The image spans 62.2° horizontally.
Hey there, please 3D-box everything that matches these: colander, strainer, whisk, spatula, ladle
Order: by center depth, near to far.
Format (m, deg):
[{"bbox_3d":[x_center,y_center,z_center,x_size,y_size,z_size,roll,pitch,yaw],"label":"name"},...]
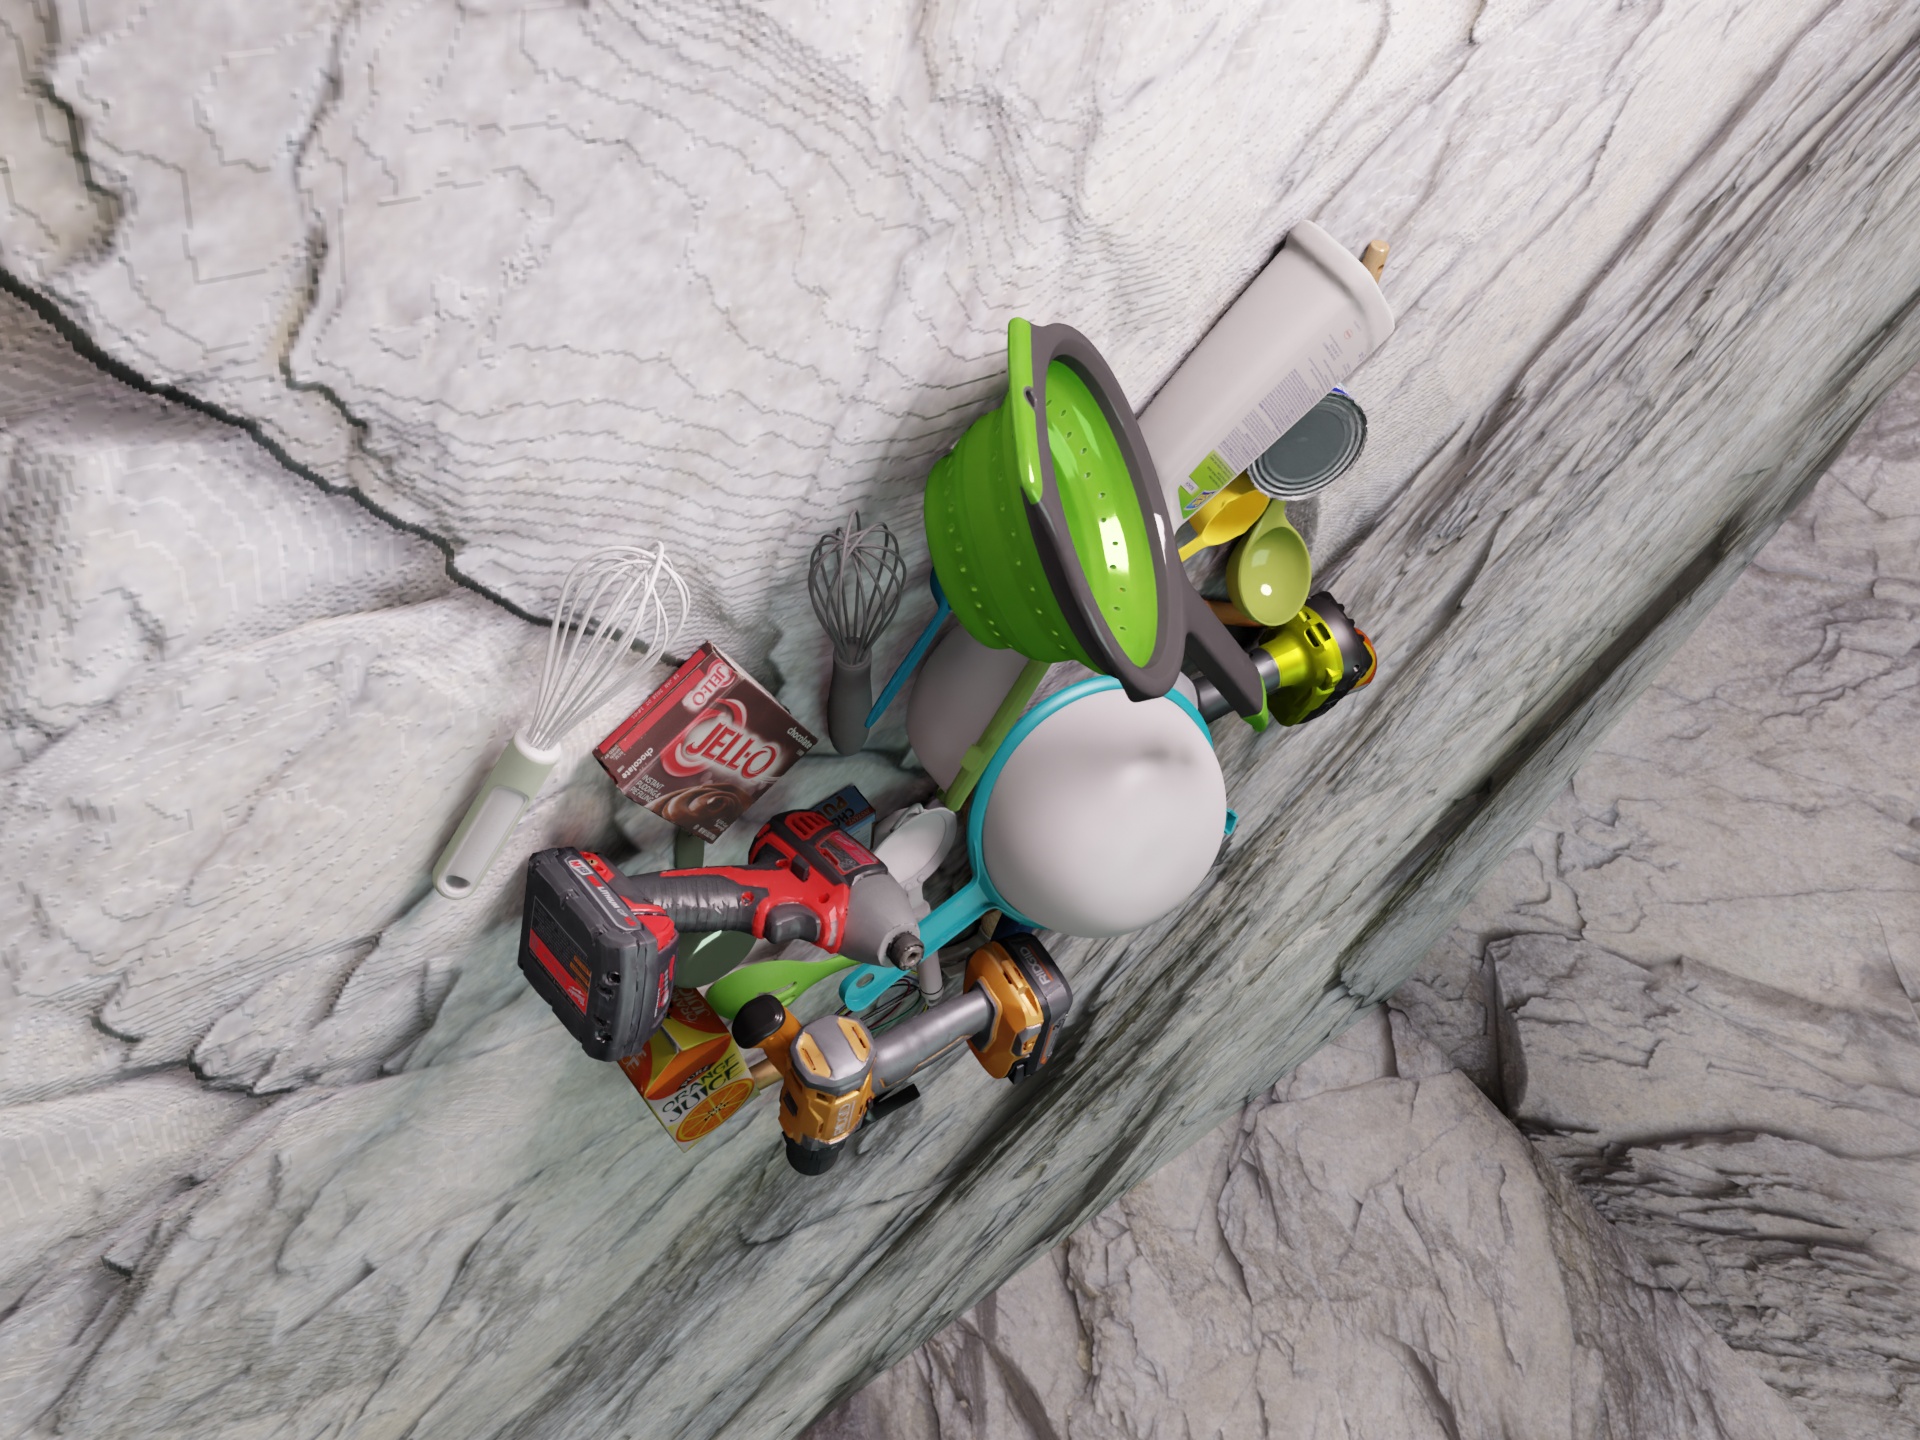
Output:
[{"bbox_3d":[-0.203,0.007,0.780,0.057,0.059,0.246,25,122,-23],"label":"whisk"},{"bbox_3d":[-0.063,-0.041,0.919,0.055,0.055,0.238,-33,159,-21],"label":"whisk"},{"bbox_3d":[0.081,-0.071,0.924,0.094,0.205,0.396,-15,151,24],"label":"colander"},{"bbox_3d":[-0.002,-0.003,1.059,0.151,0.069,0.256,-57,180,-24],"label":"strainer"},{"bbox_3d":[0.254,-0.193,1.128,0.078,0.062,0.320,-28,150,-29],"label":"ladle"},{"bbox_3d":[0.067,0.117,1.144,0.340,0.095,0.210,-36,125,-10],"label":"strainer"},{"bbox_3d":[-0.035,0.139,1.202,0.087,0.050,0.258,-31,139,-22],"label":"strainer"},{"bbox_3d":[0.191,-0.078,1.239,0.081,0.041,0.322,-36,162,27],"label":"spatula"},{"bbox_3d":[-0.130,0.277,1.354,0.245,0.051,0.047,-24,129,-27],"label":"whisk"}]

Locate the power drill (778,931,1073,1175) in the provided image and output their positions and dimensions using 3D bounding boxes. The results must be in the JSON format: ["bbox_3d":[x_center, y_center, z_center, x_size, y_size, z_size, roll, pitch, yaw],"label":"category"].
[{"bbox_3d":[-0.037,0.268,1.233,0.226,0.084,0.185,-19,146,-27],"label":"power drill"}]

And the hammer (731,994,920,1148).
[{"bbox_3d":[-0.117,0.283,1.284,0.127,0.034,0.336,-28,153,-7],"label":"hammer"}]

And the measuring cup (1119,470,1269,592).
[{"bbox_3d":[0.146,-0.125,1.126,0.156,0.029,0.062,-34,157,10],"label":"measuring cup"}]

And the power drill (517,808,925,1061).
[{"bbox_3d":[-0.132,0.118,0.930,0.219,0.143,0.078,-9,122,-40],"label":"power drill"}]

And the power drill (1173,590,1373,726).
[{"bbox_3d":[0.212,-0.015,1.313,0.223,0.080,0.171,-22,162,-21],"label":"power drill"}]

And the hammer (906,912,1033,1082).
[{"bbox_3d":[0.031,0.218,1.397,0.144,0.035,0.405,-25,158,-22],"label":"hammer"}]

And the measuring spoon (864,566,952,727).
[{"bbox_3d":[-0.028,-0.052,0.933,0.129,0.021,0.042,-58,170,-16],"label":"measuring spoon"}]

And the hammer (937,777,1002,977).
[{"bbox_3d":[0.023,0.132,1.347,0.130,0.031,0.331,-36,155,-14],"label":"hammer"}]

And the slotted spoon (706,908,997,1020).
[{"bbox_3d":[-0.054,0.174,1.257,0.313,0.031,0.070,-18,144,-32],"label":"slotted spoon"}]

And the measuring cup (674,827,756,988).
[{"bbox_3d":[-0.165,0.119,1.029,0.083,0.038,0.167,-30,153,-26],"label":"measuring cup"}]
